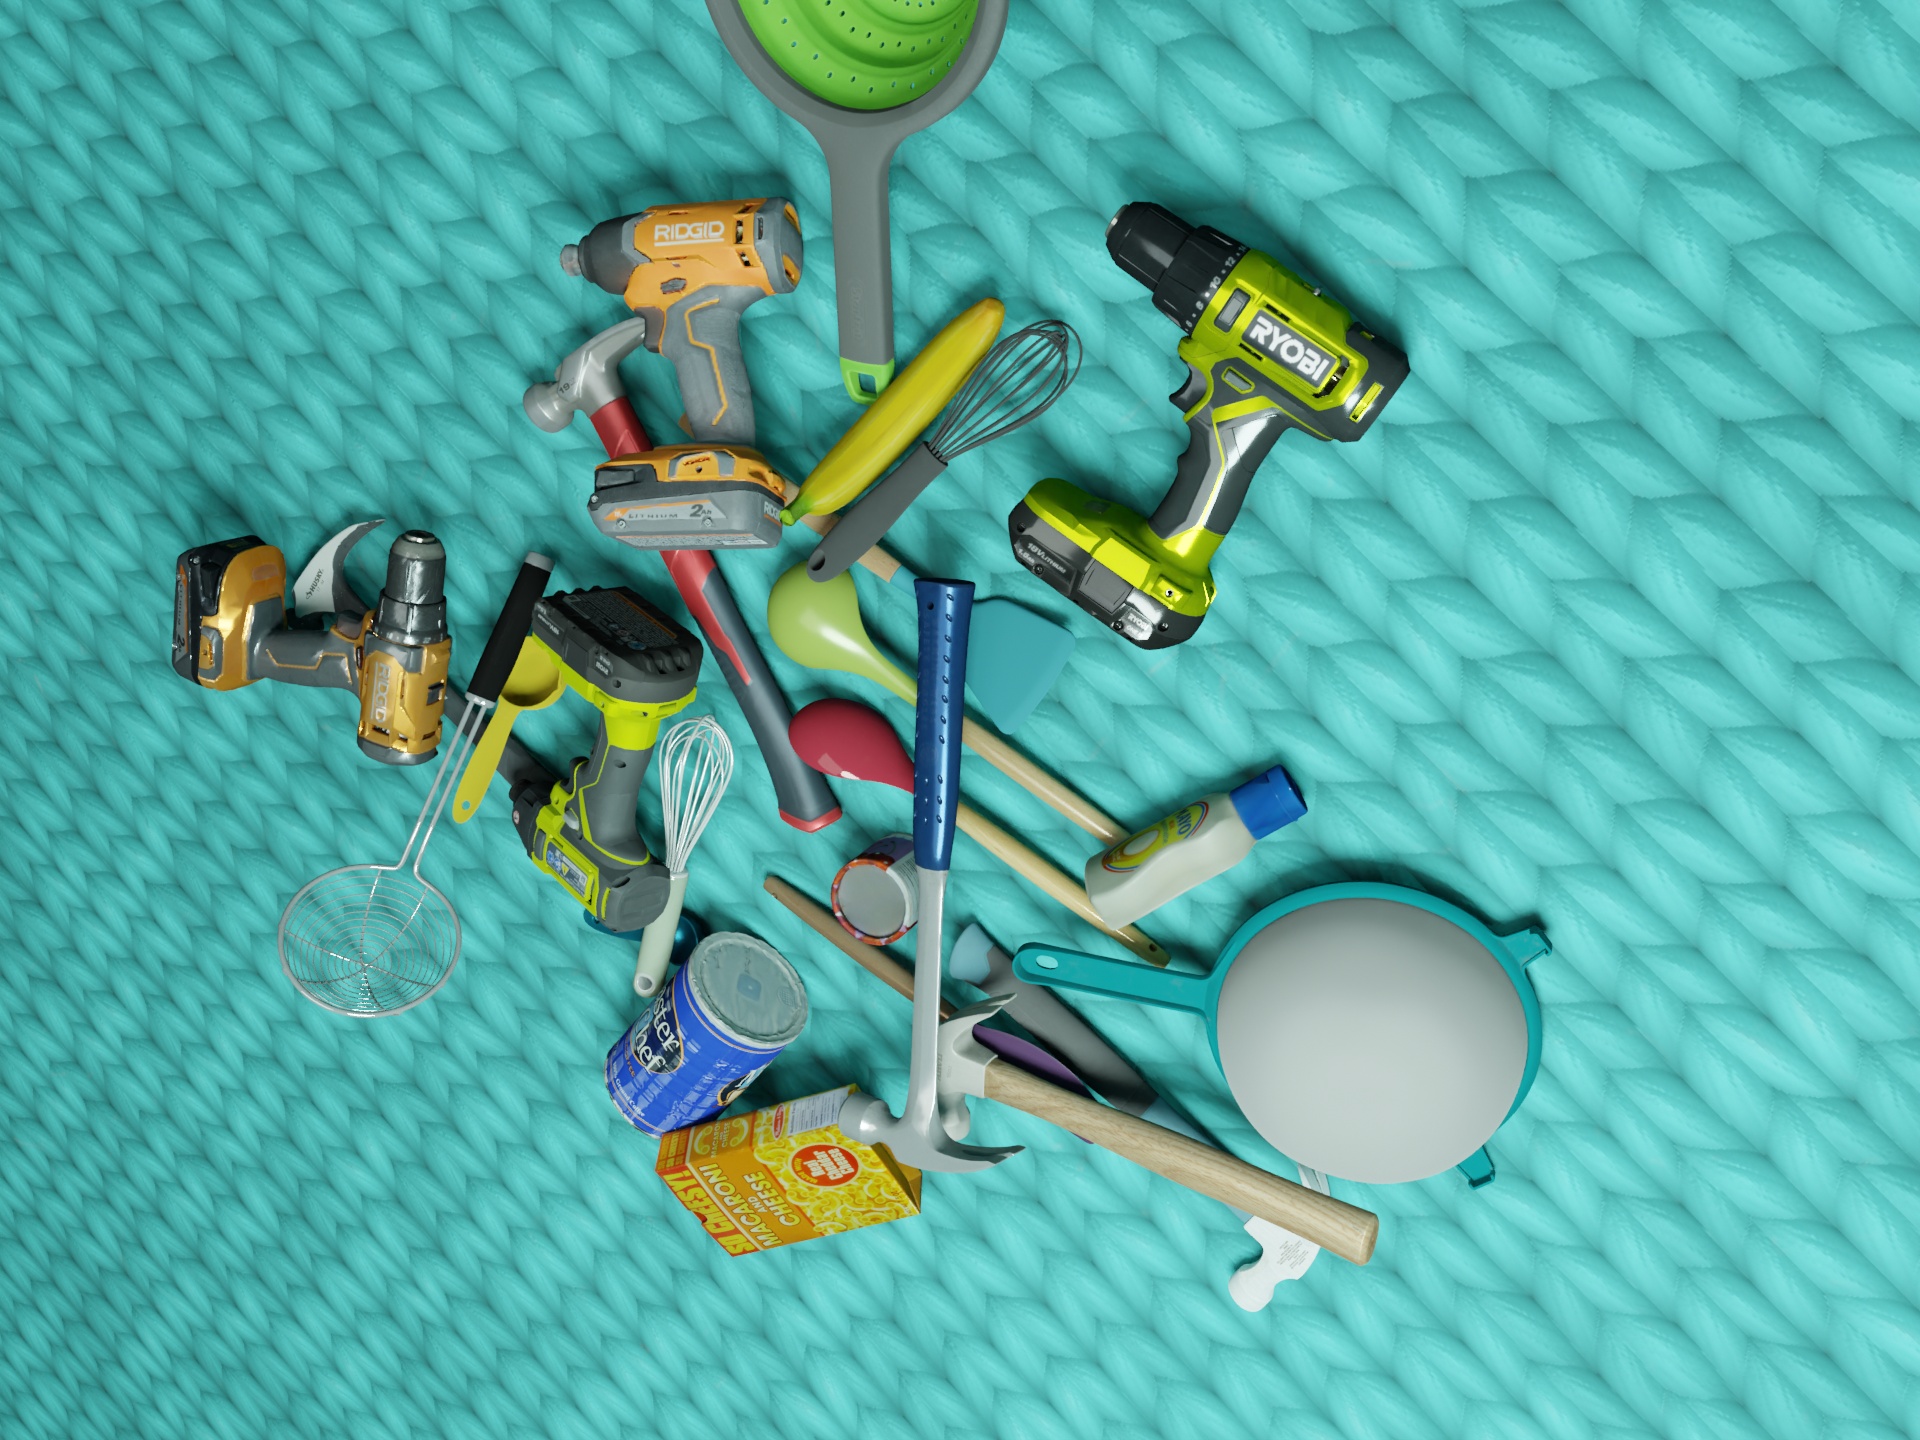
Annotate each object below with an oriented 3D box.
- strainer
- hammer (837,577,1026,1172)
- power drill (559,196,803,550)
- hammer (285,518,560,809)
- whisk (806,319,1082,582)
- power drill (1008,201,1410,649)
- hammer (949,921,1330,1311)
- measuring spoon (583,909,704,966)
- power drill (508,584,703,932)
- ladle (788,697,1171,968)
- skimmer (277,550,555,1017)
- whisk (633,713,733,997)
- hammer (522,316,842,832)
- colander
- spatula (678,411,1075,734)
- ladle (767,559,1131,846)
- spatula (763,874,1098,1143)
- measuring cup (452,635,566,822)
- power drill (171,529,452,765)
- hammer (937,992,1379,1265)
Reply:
[{"bbox_3d":[0.191,0.202,1.005,0.340,0.095,0.211,10,114,12],"label":"strainer"},{"bbox_3d":[-0.014,0.109,1.064,0.144,0.035,0.405,11,103,37],"label":"hammer"},{"bbox_3d":[-0.190,-0.230,1.054,0.164,0.084,0.226,0,86,12],"label":"power drill"},{"bbox_3d":[-0.389,0.004,1.291,0.409,0.036,0.149,42,118,8],"label":"hammer"},{"bbox_3d":[-0.015,-0.169,1.028,0.239,0.055,0.055,-41,86,19],"label":"whisk"},{"bbox_3d":[0.127,-0.176,0.955,0.190,0.080,0.228,36,116,4],"label":"power drill"},{"bbox_3d":[0.120,0.266,1.125,0.331,0.033,0.128,41,119,10],"label":"hammer"},{"bbox_3d":[-0.254,0.168,1.289,0.129,0.021,0.042,8,99,33],"label":"measuring spoon"},{"bbox_3d":[-0.270,0.022,1.169,0.171,0.080,0.223,34,121,34],"label":"power drill"},{"bbox_3d":[0.014,0.078,1.112,0.315,0.069,0.031,35,144,6],"label":"ladle"},{"bbox_3d":[-0.384,0.040,1.181,0.127,0.090,0.363,23,85,-8],"label":"skimmer"},{"bbox_3d":[-0.219,0.107,1.221,0.058,0.059,0.246,19,111,7],"label":"whisk"},{"bbox_3d":[-0.175,-0.100,1.153,0.143,0.038,0.386,-26,93,28],"label":"hammer"},{"bbox_3d":[-0.048,-0.391,0.984,0.204,0.094,0.396,16,130,20],"label":"colander"},{"bbox_3d":[-0.066,-0.116,1.079,0.317,0.044,0.082,36,106,4],"label":"spatula"},{"bbox_3d":[-0.002,-0.004,1.104,0.320,0.062,0.078,36,113,4],"label":"ladle"},{"bbox_3d":[-0.024,0.202,1.163,0.316,0.018,0.059,33,134,22],"label":"spatula"},{"bbox_3d":[-0.356,0.009,1.245,0.062,0.029,0.156,25,89,8],"label":"measuring cup"},{"bbox_3d":[-0.503,-0.082,1.255,0.226,0.084,0.185,19,111,13],"label":"power drill"},{"bbox_3d":[0.117,0.277,1.060,0.331,0.031,0.130,17,119,30],"label":"hammer"}]
